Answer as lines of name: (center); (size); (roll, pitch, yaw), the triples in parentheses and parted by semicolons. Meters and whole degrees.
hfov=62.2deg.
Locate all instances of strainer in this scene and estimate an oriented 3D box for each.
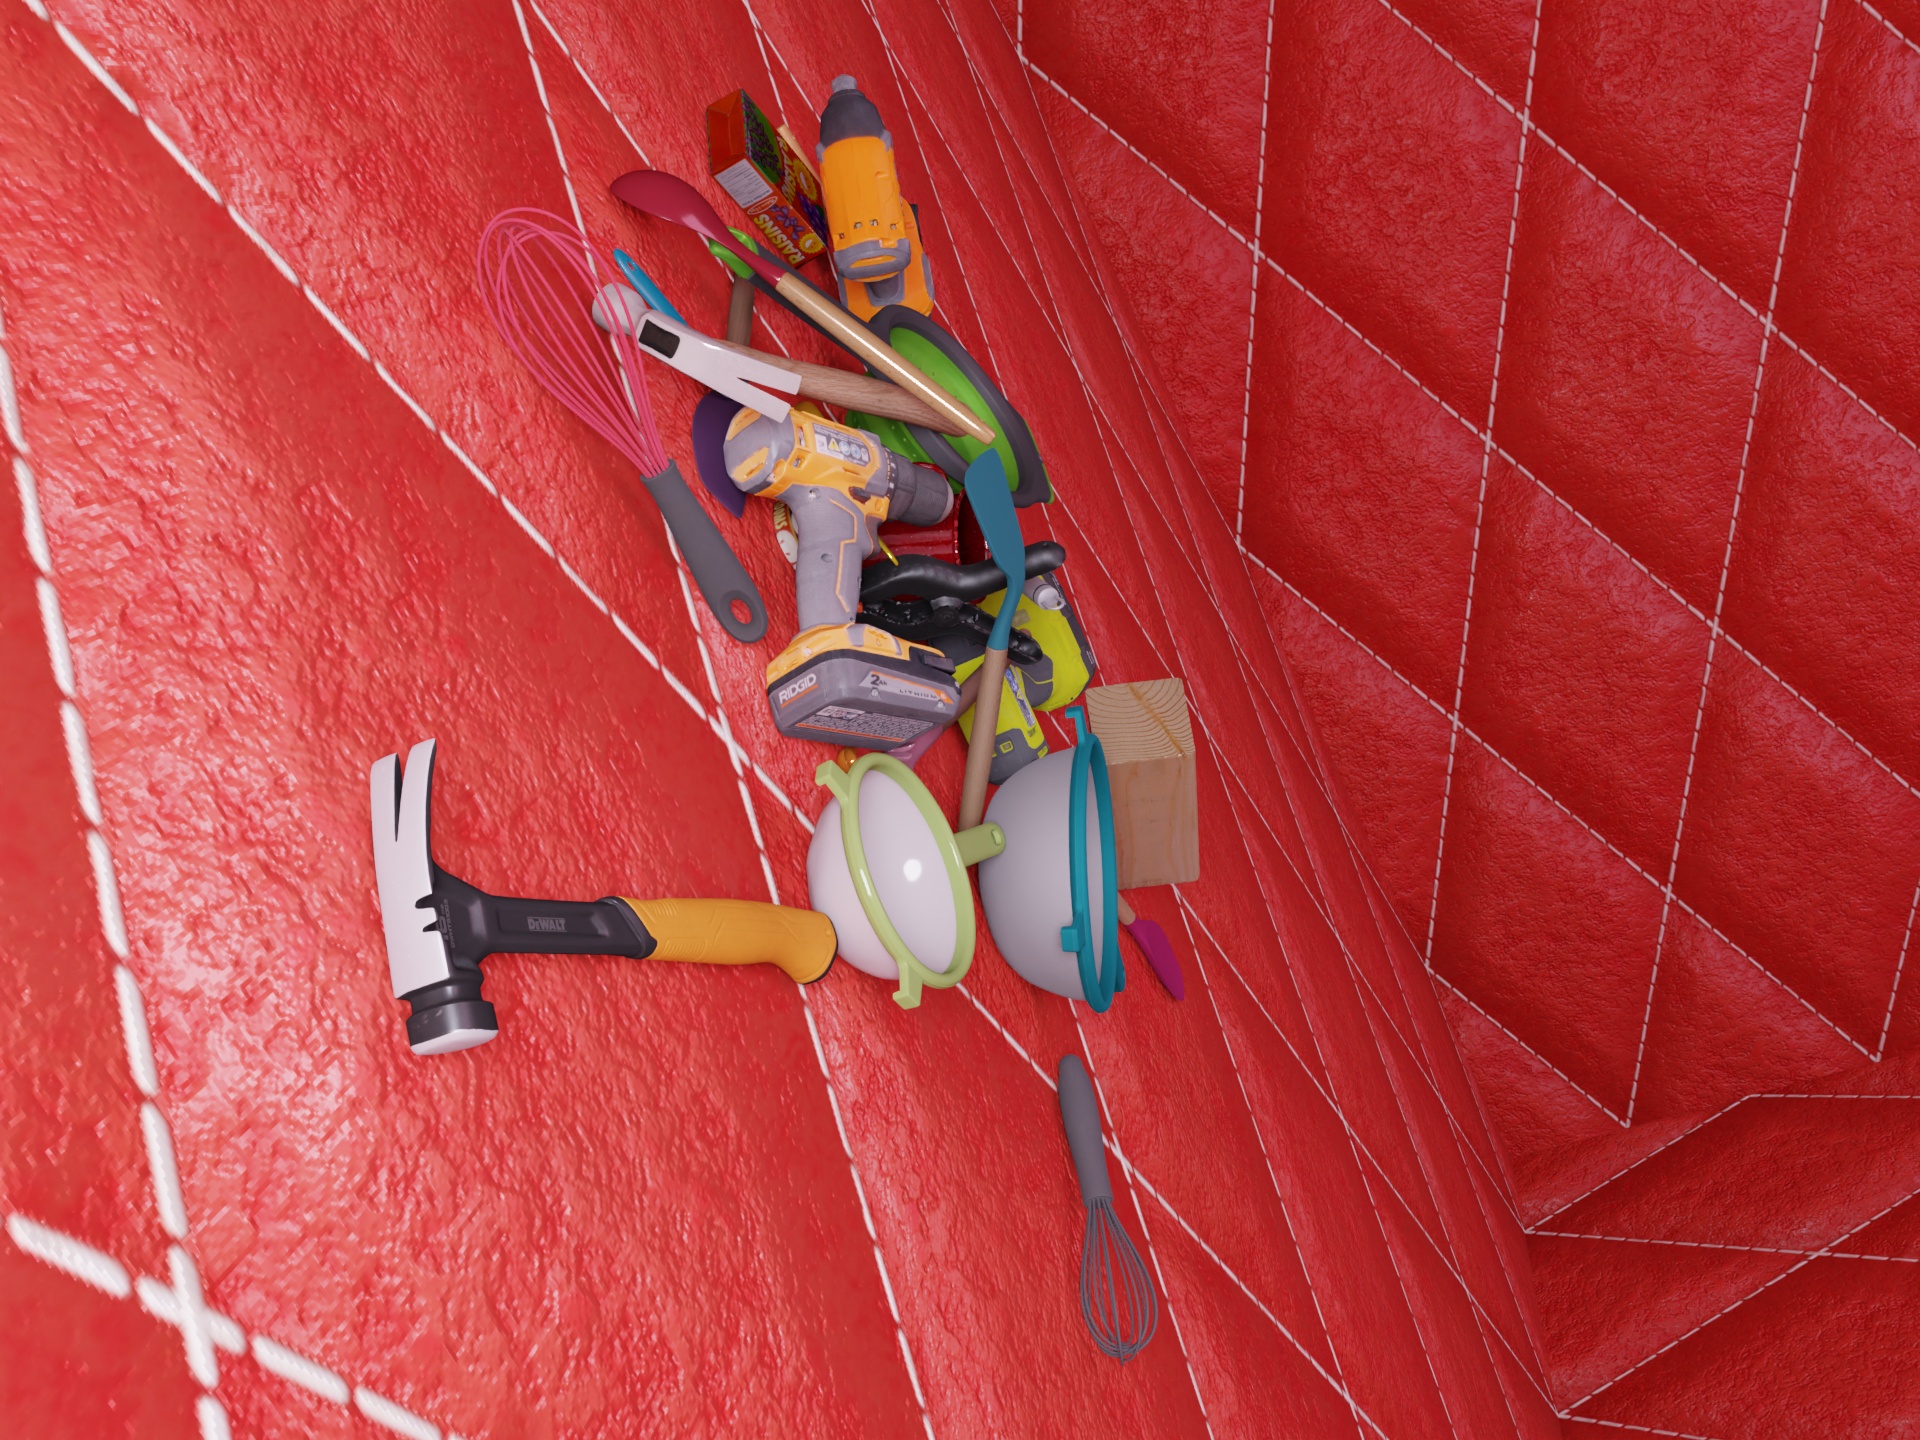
strainer: (0.075, 0.148, 1.267); (0.340, 0.095, 0.211); (71, 19, -59)
strainer: (-0.037, 0.098, 1.033); (0.151, 0.069, 0.256); (70, 19, 4)
strainer: (0.025, -0.138, 1.341); (0.259, 0.087, 0.050); (-134, -151, -56)

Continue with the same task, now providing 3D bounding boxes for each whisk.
whisk: (-0.189, -0.164, 0.937); (0.073, 0.073, 0.295); (-83, 150, -54)
whisk: (0.099, 0.350, 1.165); (0.055, 0.055, 0.239); (48, 23, -44)

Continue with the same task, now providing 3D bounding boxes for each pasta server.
pasta server: (-0.002, -0.004, 1.191); (0.316, 0.040, 0.060); (-46, 144, -55)

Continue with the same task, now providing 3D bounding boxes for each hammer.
hammer: (-0.091, -0.230, 1.094); (0.130, 0.031, 0.331); (35, 19, 28)
hammer: (-0.154, 0.095, 0.783); (0.336, 0.034, 0.127); (22, 51, -64)

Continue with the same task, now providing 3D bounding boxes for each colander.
colander: (-0.081, -0.267, 1.288); (0.396, 0.094, 0.205); (26, 38, -46)

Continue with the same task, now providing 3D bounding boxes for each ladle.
ladle: (-0.104, -0.289, 1.106); (0.315, 0.031, 0.069); (36, 27, -5)

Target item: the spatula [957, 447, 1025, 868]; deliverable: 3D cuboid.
spatula: (0.013, -0.033, 1.144); (0.082, 0.044, 0.317); (-55, 156, -62)

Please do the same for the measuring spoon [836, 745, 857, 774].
measuring spoon: (-0.080, -0.003, 1.120); (0.021, 0.011, 0.117); (53, 21, -36)

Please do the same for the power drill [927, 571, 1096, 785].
power drill: (0.040, -0.057, 1.395); (0.171, 0.080, 0.223); (65, 23, -9)

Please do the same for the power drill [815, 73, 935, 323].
power drill: (-0.077, -0.433, 1.358); (0.226, 0.084, 0.164); (54, 26, -85)

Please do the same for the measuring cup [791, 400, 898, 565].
measuring cup: (-0.082, -0.178, 1.187); (0.157, 0.029, 0.062); (52, -1, 20)

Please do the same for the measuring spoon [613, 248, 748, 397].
measuring spoon: (-0.186, -0.275, 1.086); (0.128, 0.021, 0.042); (48, 30, -28)

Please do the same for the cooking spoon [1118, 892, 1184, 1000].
cooking spoon: (0.149, 0.175, 1.514); (0.318, 0.017, 0.069); (51, 27, -40)

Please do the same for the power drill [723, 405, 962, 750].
power drill: (-0.063, -0.098, 1.083); (0.185, 0.084, 0.226); (10, 61, -45)

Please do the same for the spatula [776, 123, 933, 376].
spatula: (-0.079, -0.423, 1.518); (0.322, 0.041, 0.081); (57, 23, -25)

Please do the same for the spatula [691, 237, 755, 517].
spatula: (-0.165, -0.264, 1.157); (0.059, 0.018, 0.316); (46, 30, -38)
